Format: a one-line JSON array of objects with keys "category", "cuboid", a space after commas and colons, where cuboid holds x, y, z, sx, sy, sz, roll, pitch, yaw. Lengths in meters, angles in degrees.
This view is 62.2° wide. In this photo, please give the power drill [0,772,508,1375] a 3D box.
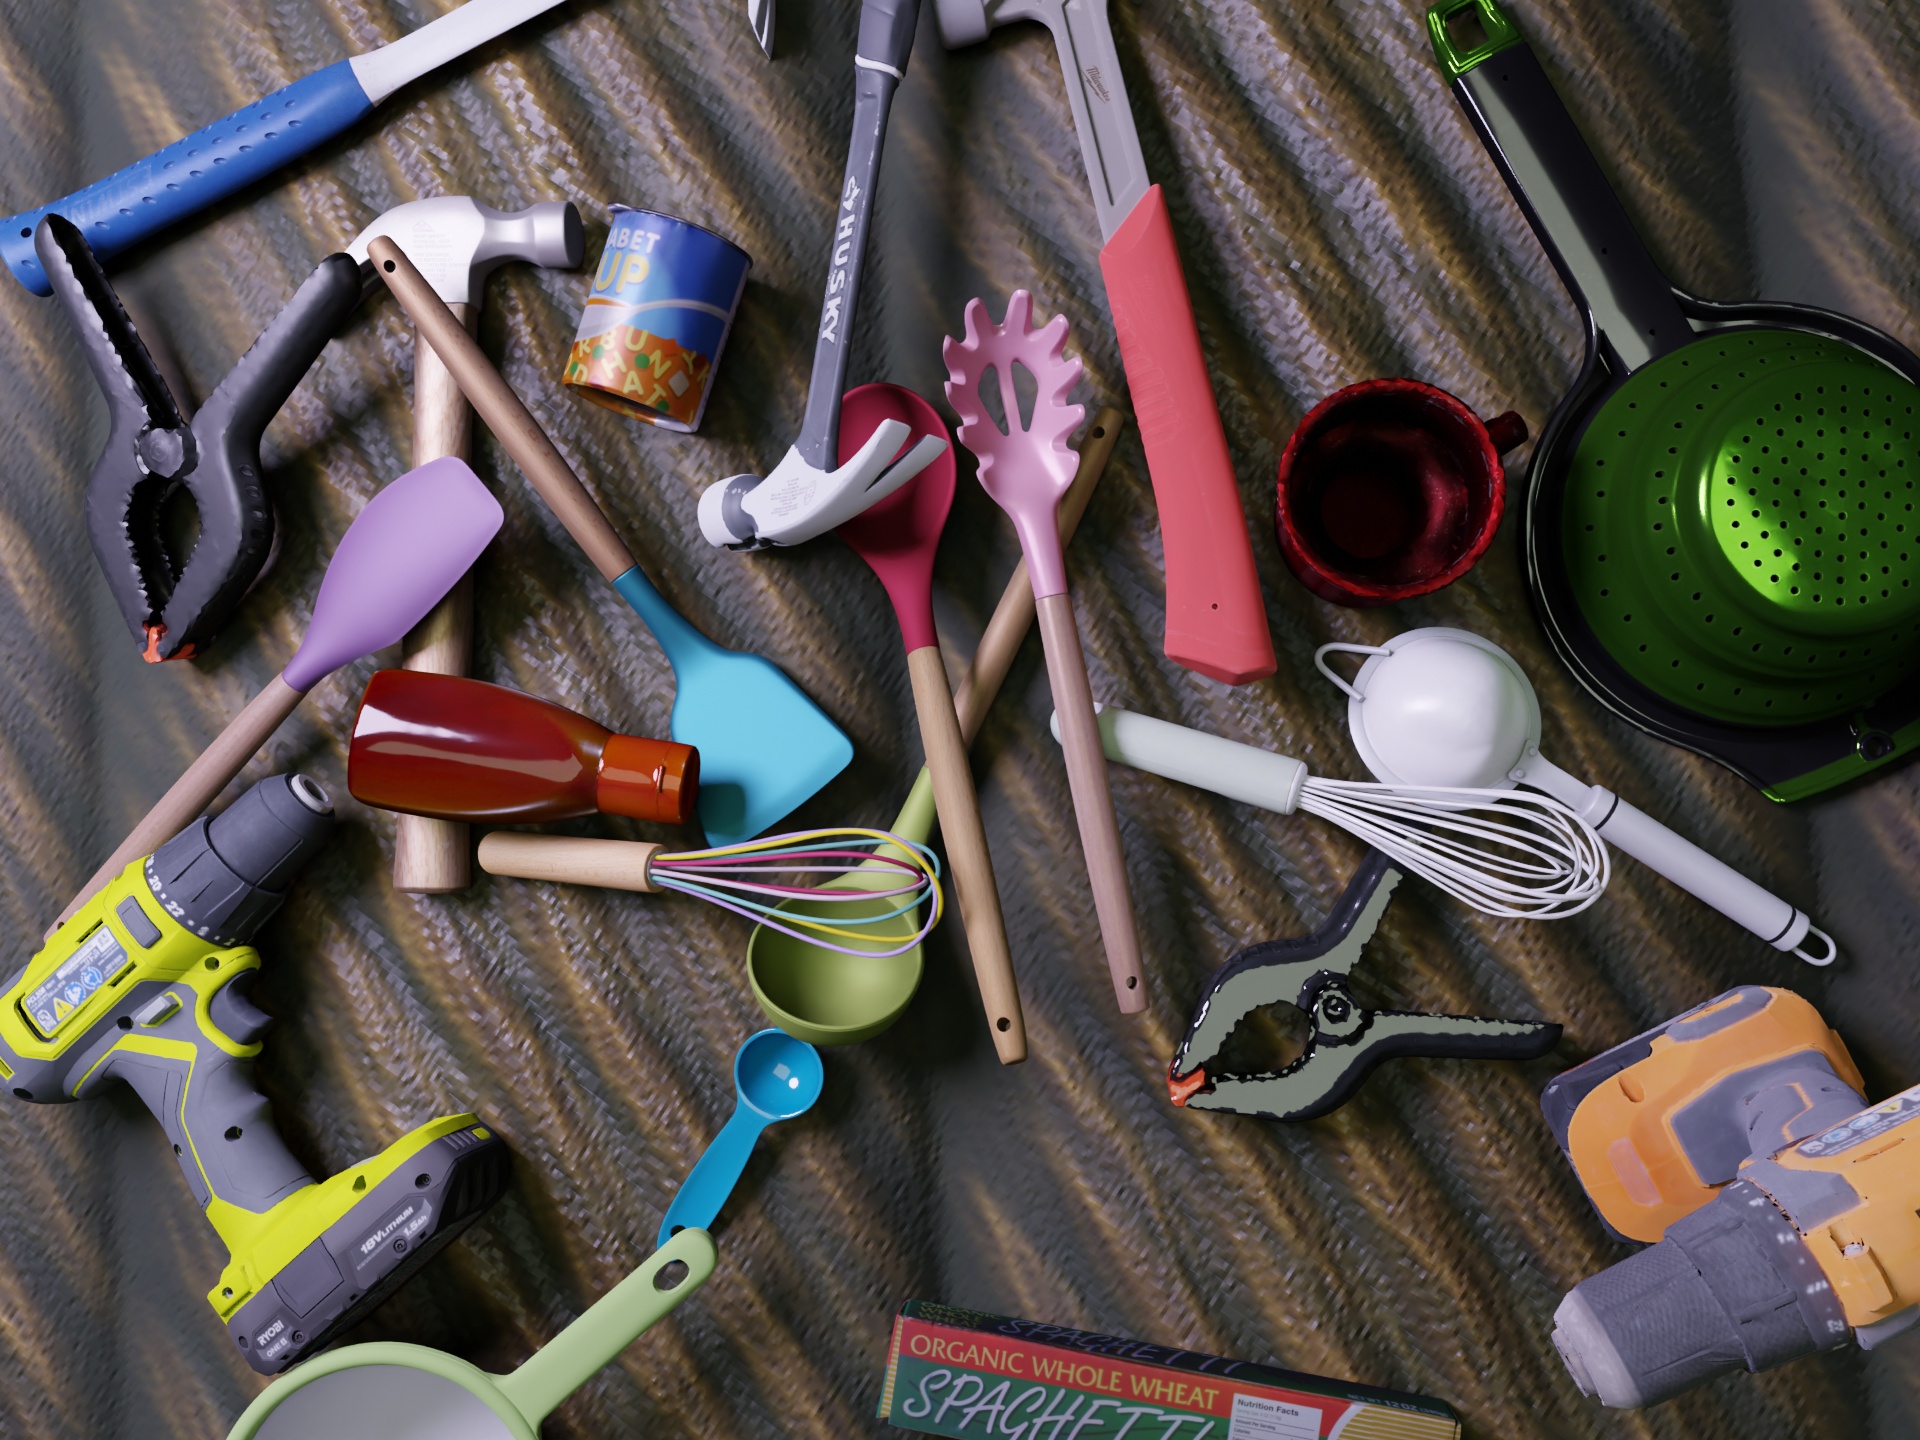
[{"category": "power drill", "cuboid": [-0.316, 0.156, 0.728, 0.190, 0.080, 0.228, -42, 81, 3]}]

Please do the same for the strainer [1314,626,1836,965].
[{"category": "strainer", "cuboid": [0.274, 0.032, 0.700, 0.258, 0.050, 0.087, 33, 76, 3]}]

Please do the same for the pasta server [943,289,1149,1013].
[{"category": "pasta server", "cuboid": [0.046, -0.028, 0.695, 0.060, 0.040, 0.316, -11, 87, -2]}]

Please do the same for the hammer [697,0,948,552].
[{"category": "hammer", "cuboid": [-0.038, -0.280, 0.720, 0.036, 0.149, 0.409, 15, 79, -37]}]

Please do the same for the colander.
[{"category": "colander", "cuboid": [0.313, -0.158, 0.678, 0.204, 0.094, 0.397, -28, 85, 3]}]

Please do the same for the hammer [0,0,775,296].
[{"category": "hammer", "cuboid": [-0.278, -0.310, 0.771, 0.405, 0.035, 0.144, -26, 84, 3]}]

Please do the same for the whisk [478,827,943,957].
[{"category": "whisk", "cuboid": [-0.115, 0.063, 0.697, 0.245, 0.047, 0.051, 2, 54, 27]}]

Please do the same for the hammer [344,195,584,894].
[{"category": "hammer", "cuboid": [-0.250, -0.084, 0.757, 0.130, 0.031, 0.331, 0, 87, 5]}]

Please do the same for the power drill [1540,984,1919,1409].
[{"category": "power drill", "cuboid": [0.289, 0.174, 0.594, 0.185, 0.226, 0.084, -28, 85, 3]}]

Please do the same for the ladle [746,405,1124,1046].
[{"category": "ladle", "cuboid": [-0.001, -0.002, 0.719, 0.078, 0.062, 0.320, 25, 86, 16]}]

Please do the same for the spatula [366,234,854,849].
[{"category": "spatula", "cuboid": [-0.170, -0.088, 0.727, 0.082, 0.044, 0.317, -36, 97, 7]}]

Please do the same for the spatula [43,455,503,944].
[{"category": "spatula", "cuboid": [-0.330, -0.002, 0.746, 0.316, 0.018, 0.060, -45, 78, 10]}]

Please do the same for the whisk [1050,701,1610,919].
[{"category": "whisk", "cuboid": [0.153, 0.033, 0.690, 0.246, 0.058, 0.059, 17, 124, 20]}]

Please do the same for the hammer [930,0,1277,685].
[{"category": "hammer", "cuboid": [0.094, -0.193, 0.718, 0.149, 0.036, 0.359, -13, 81, 5]}]

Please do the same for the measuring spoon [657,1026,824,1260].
[{"category": "measuring spoon", "cuboid": [-0.104, 0.196, 0.738, 0.042, 0.021, 0.128, 33, 99, 5]}]

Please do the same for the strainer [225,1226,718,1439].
[{"category": "strainer", "cuboid": [-0.209, 0.310, 0.713, 0.256, 0.069, 0.151, -40, 90, -3]}]

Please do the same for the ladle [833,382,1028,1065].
[{"category": "ladle", "cuboid": [-0.010, -0.007, 0.693, 0.069, 0.031, 0.316, -18, 68, 14]}]
